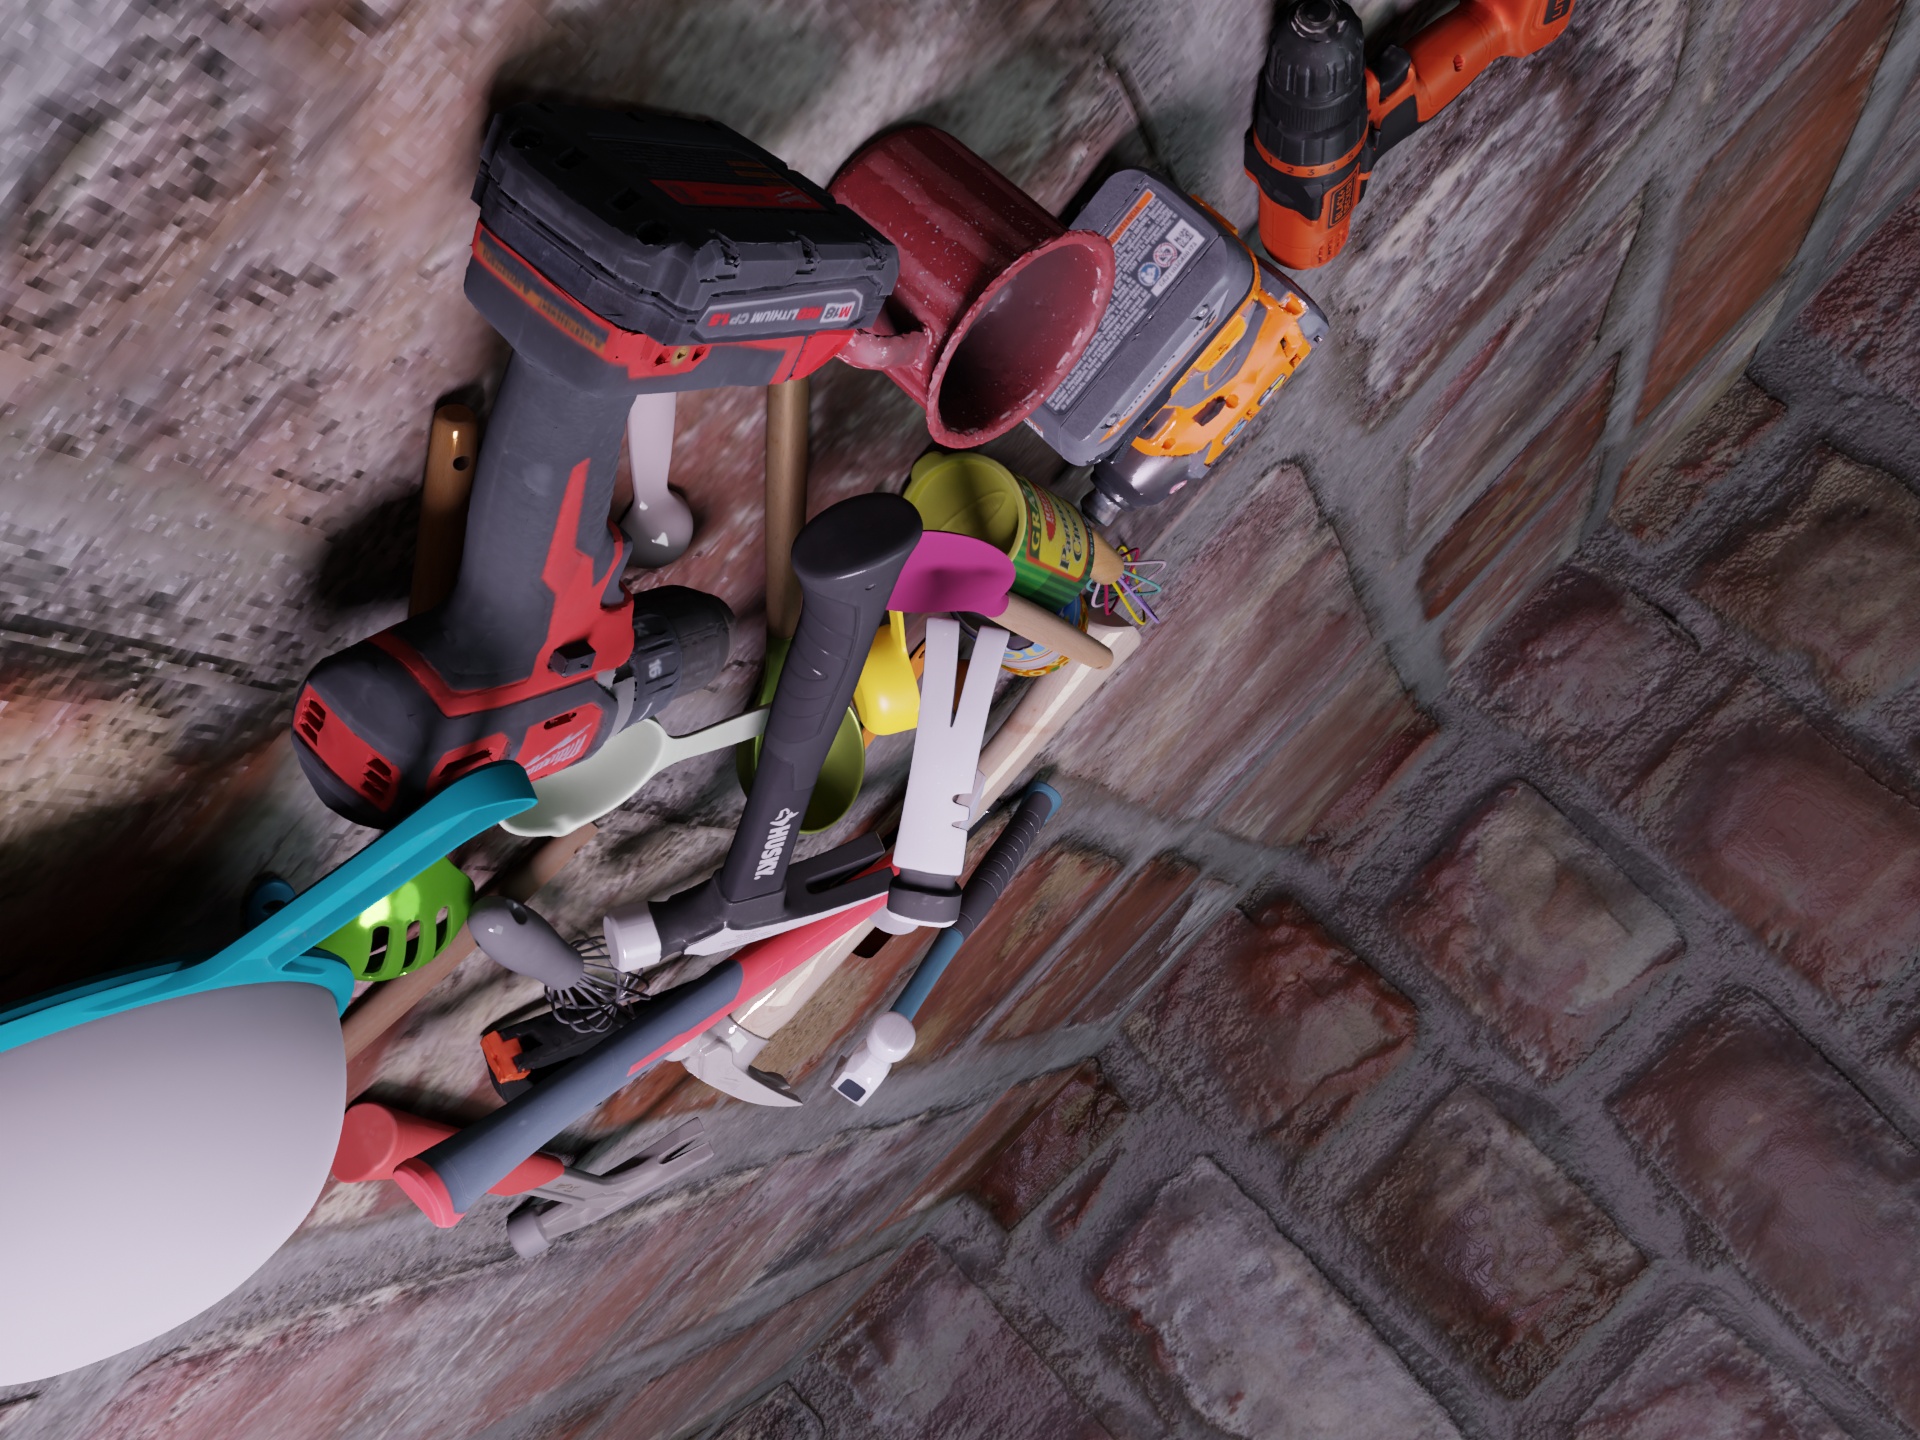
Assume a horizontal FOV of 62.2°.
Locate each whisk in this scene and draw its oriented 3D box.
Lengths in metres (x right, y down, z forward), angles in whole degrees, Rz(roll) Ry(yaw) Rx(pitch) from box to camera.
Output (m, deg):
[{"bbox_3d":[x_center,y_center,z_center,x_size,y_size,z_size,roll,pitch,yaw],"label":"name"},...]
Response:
[{"bbox_3d":[-0.197,0.118,0.782,0.055,0.055,0.238,-42,165,-11],"label":"whisk"},{"bbox_3d":[0.088,-0.092,0.949,0.245,0.051,0.047,10,95,-76],"label":"whisk"}]

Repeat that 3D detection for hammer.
[{"bbox_3d":[-0.126,0.136,0.848,0.386,0.038,0.143,-31,154,-46],"label":"hammer"},{"bbox_3d":[-0.001,-0.003,0.807,0.337,0.034,0.127,-77,177,-81],"label":"hammer"},{"bbox_3d":[-0.001,0.151,1.163,0.331,0.033,0.128,-53,177,-45],"label":"hammer"},{"bbox_3d":[-0.068,0.016,0.691,0.146,0.035,0.334,-12,153,-24],"label":"hammer"},{"bbox_3d":[-0.265,0.267,0.961,0.149,0.037,0.358,-29,158,-4],"label":"hammer"},{"bbox_3d":[-0.024,0.090,1.063,0.410,0.038,0.146,-47,139,0],"label":"hammer"}]

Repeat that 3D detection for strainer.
[{"bbox_3d":[-0.247,0.133,0.518,0.340,0.095,0.211,-33,166,21],"label":"strainer"}]

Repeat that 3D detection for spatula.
[{"bbox_3d":[-0.290,0.152,0.730,0.316,0.018,0.059,-42,168,-7],"label":"spatula"}]

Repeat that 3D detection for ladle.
[{"bbox_3d":[-0.069,-0.053,0.716,0.078,0.062,0.320,-53,165,-33],"label":"ladle"}]

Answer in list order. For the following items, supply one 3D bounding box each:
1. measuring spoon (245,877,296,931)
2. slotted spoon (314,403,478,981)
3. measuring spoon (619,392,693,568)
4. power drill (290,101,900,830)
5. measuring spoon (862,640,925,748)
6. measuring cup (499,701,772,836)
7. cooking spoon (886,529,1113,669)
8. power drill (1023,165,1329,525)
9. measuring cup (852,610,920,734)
[{"bbox_3d":[-0.277,0.109,0.650,0.042,0.021,0.128,-12,144,-29],"label":"measuring spoon"},{"bbox_3d":[-0.205,0.010,0.602,0.070,0.031,0.313,-18,147,-36],"label":"slotted spoon"},{"bbox_3d":[-0.111,-0.097,0.590,0.034,0.018,0.124,-34,158,-29],"label":"measuring spoon"},{"bbox_3d":[-0.108,-0.074,0.523,0.188,0.080,0.226,-27,152,-58],"label":"power drill"},{"bbox_3d":[-0.048,-0.007,0.930,0.117,0.011,0.021,-54,159,13],"label":"measuring spoon"},{"bbox_3d":[-0.131,-0.001,0.687,0.167,0.038,0.083,-19,152,-39],"label":"measuring cup"},{"bbox_3d":[0.024,-0.052,0.751,0.069,0.017,0.318,-14,169,19],"label":"cooking spoon"},{"bbox_3d":[0.092,-0.168,0.783,0.164,0.084,0.226,-49,165,17],"label":"power drill"},{"bbox_3d":[-0.045,-0.051,0.798,0.029,0.062,0.156,-19,142,-12],"label":"measuring cup"}]
